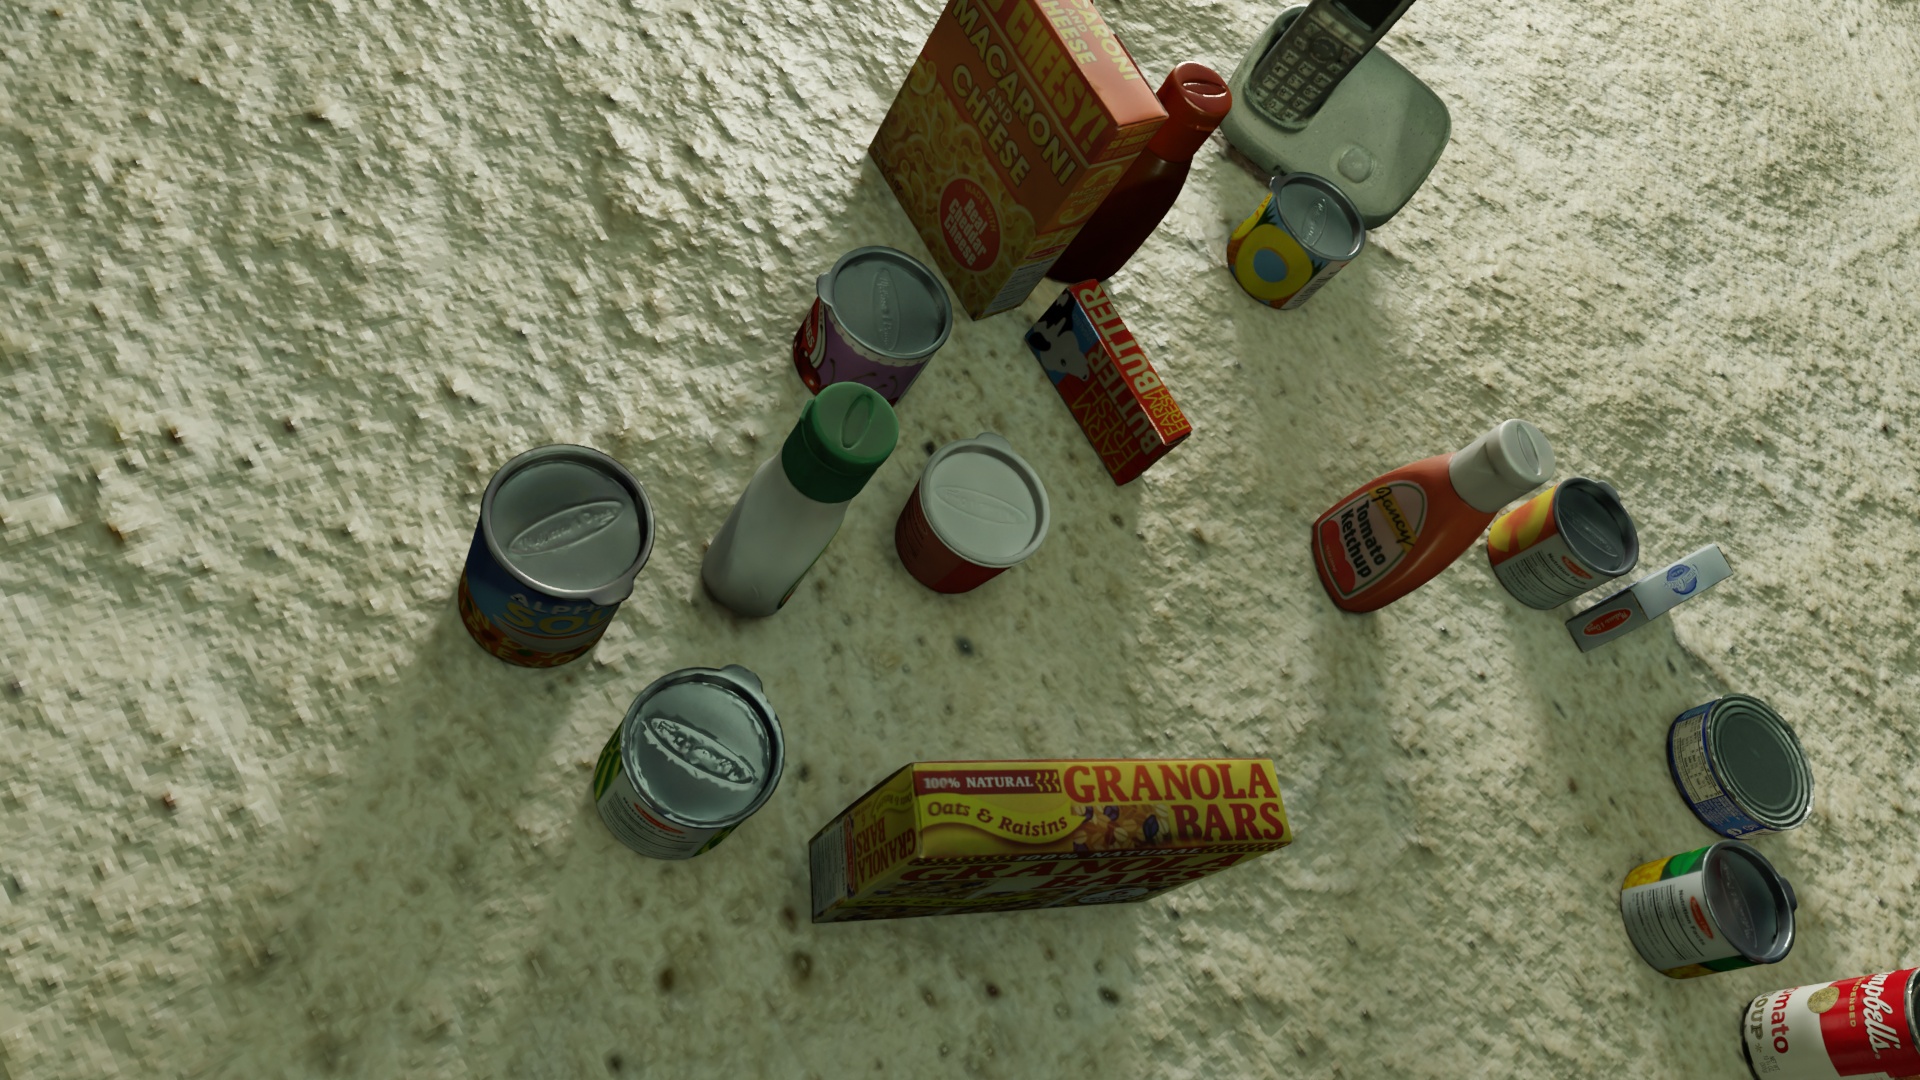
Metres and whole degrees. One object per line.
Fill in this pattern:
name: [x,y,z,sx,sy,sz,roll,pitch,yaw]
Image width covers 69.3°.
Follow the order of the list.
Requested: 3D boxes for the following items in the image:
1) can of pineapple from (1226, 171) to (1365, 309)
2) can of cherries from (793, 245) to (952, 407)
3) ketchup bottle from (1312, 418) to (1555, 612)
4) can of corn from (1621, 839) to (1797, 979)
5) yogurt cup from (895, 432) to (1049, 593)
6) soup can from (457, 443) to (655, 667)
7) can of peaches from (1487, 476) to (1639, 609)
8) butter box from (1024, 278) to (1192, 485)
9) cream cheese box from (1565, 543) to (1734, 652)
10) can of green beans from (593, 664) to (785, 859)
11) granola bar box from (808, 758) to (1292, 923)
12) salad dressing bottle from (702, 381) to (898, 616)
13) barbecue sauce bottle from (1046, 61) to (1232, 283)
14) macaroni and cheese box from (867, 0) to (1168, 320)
can of pineapple: [0.209,-0.189,0.873,0.071,0.057,0.071,11,61,-21]
can of cherries: [-0.048,-0.106,0.704,0.071,0.058,0.072,11,61,-21]
ketchup bottle: [0.253,-0.015,0.750,0.043,0.148,0.065,-1,66,-27]
can of corn: [0.416,0.206,0.772,0.071,0.058,0.071,11,61,-21]
yogurt cup: [0.002,-0.009,0.681,0.072,0.053,0.072,11,61,-21]
soup can: [-0.166,0.011,0.569,0.071,0.083,0.071,11,61,-21]
can of peaches: [0.371,0.001,0.855,0.071,0.057,0.071,11,61,-21]
butter box: [0.080,-0.086,0.760,0.024,0.053,0.103,-24,77,-33]
cream cheese box: [0.432,0.035,0.871,0.104,0.053,0.024,-19,75,-32]
can of green beans: [-0.112,0.093,0.570,0.071,0.057,0.071,11,61,-21]
granola bar box: [0.034,0.126,0.584,0.166,0.123,0.039,4,64,-25]
salad dressing bottle: [-0.070,-0.016,0.591,0.044,0.147,0.064,28,56,-11]
barbecue sauce bottle: [0.094,-0.200,0.767,0.065,0.148,0.044,-4,67,-28]
macaroni and cheese box: [0.024,-0.214,0.728,0.040,0.165,0.124,-24,78,-33]
